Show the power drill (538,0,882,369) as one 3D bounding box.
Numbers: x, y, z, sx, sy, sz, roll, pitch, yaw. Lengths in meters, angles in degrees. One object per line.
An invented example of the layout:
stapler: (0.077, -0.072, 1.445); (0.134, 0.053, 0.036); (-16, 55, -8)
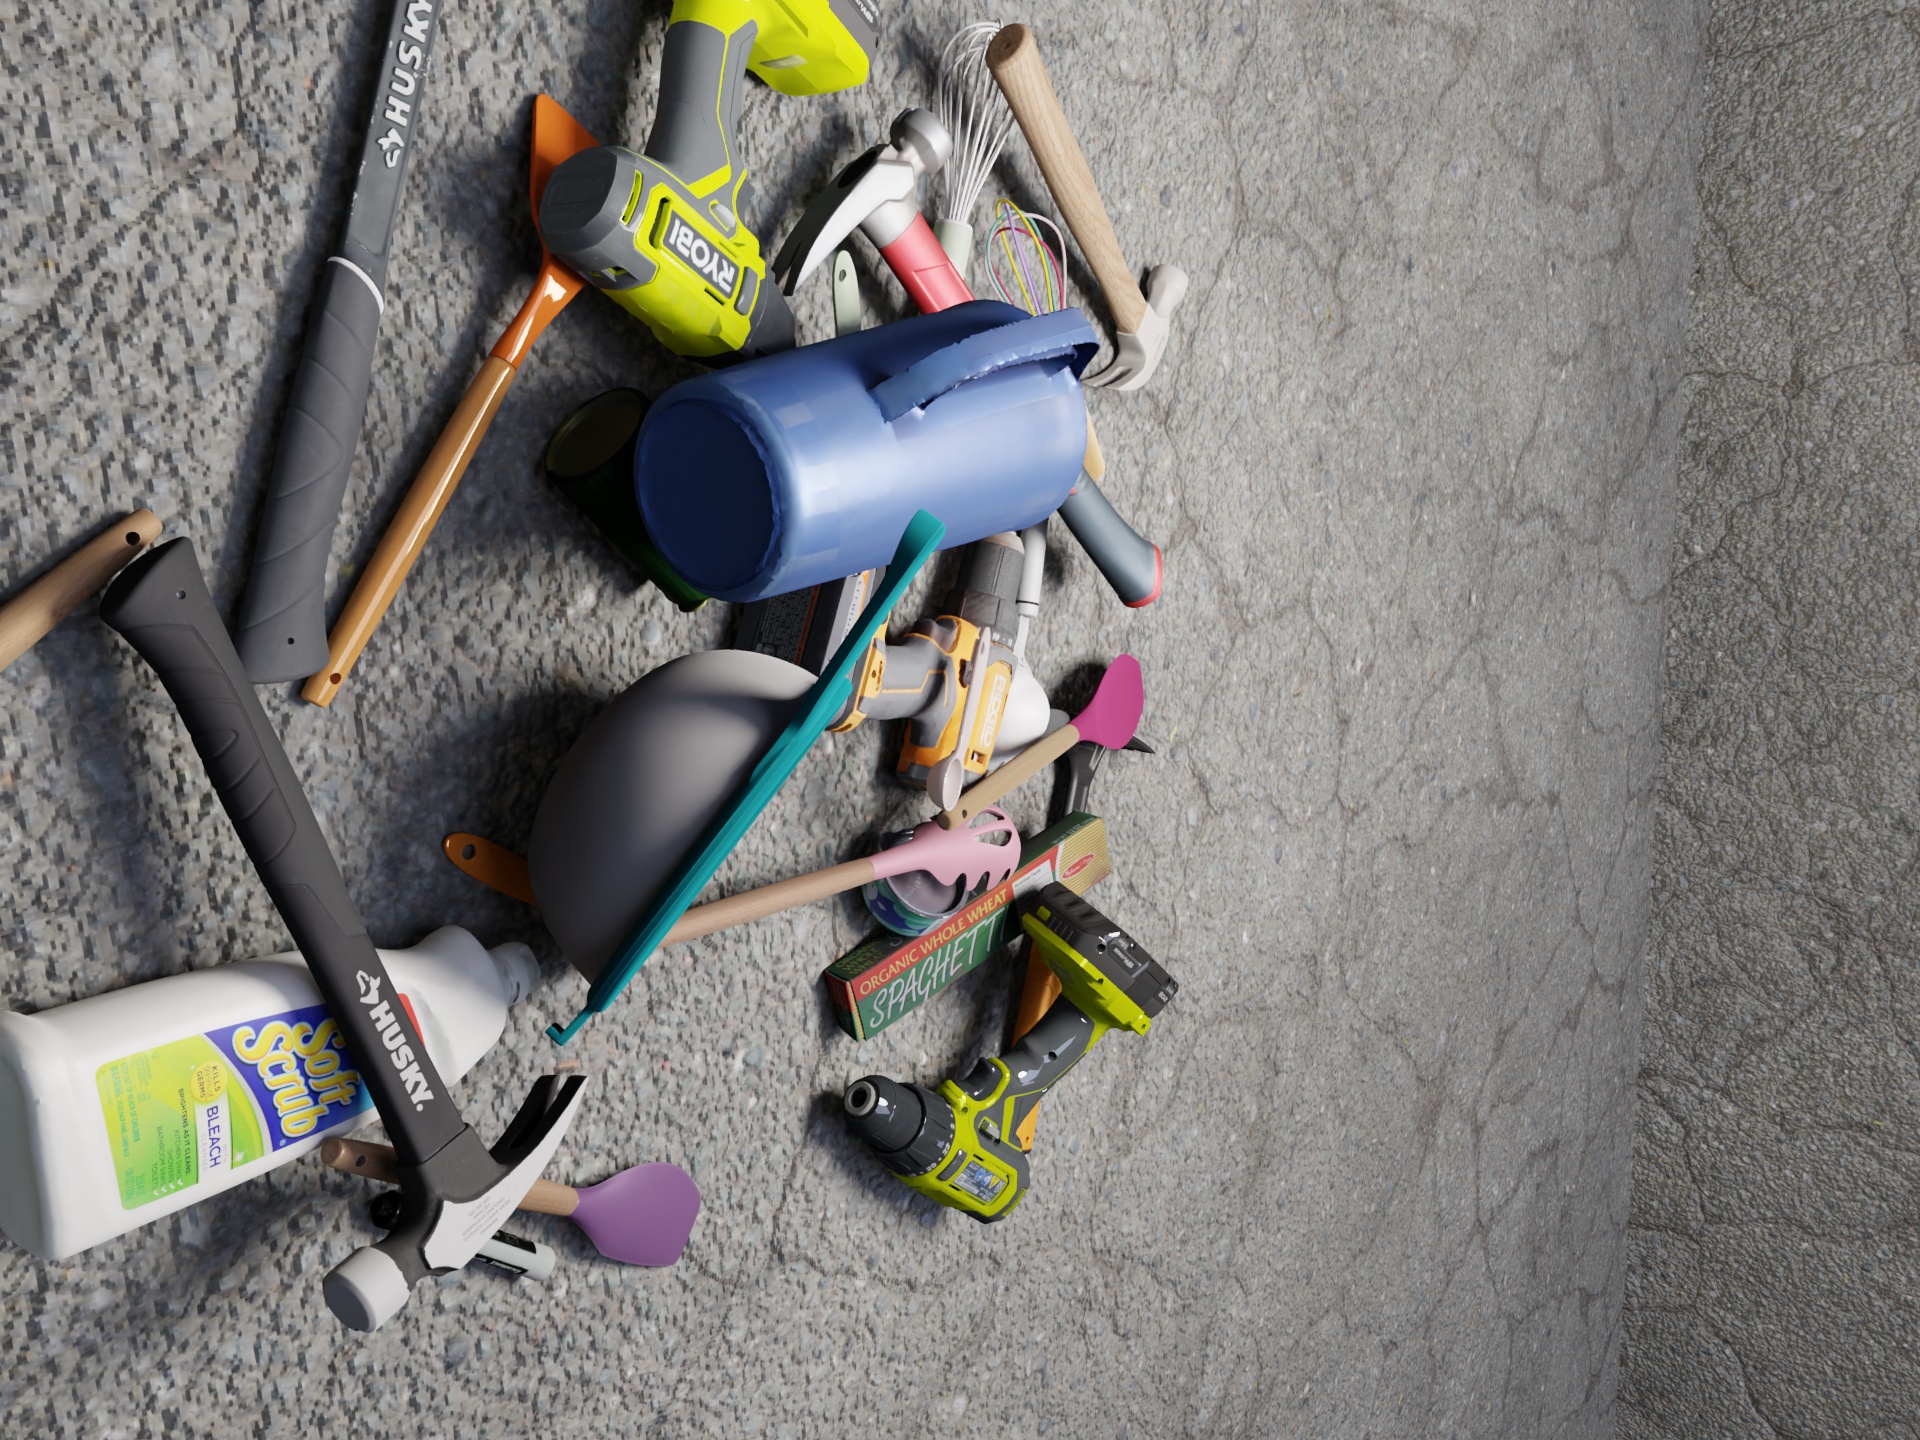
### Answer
power drill: (-0.119, -0.301, 0.831); (0.171, 0.080, 0.223); (31, 68, -54)

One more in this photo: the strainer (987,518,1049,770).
strainer: (0.046, -0.072, 1.135); (0.086, 0.050, 0.258); (11, 85, -58)

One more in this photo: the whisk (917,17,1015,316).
whisk: (-0.002, -0.325, 1.018); (0.057, 0.059, 0.246); (10, 94, -14)

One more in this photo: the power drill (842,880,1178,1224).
power drill: (0.032, 0.229, 1.101); (0.228, 0.080, 0.190); (-50, 136, -6)

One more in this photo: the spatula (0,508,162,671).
spatula: (-0.407, 0.026, 0.573); (0.318, 0.044, 0.082); (-54, 131, -32)

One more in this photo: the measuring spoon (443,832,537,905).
measuring spoon: (-0.227, 0.086, 0.840); (0.116, 0.011, 0.021); (41, 65, -47)

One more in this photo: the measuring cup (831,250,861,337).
measuring cup: (-0.076, -0.195, 0.920); (0.083, 0.038, 0.167); (-44, 146, -39)

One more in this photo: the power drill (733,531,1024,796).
power drill: (-0.035, -0.058, 1.003); (0.226, 0.084, 0.185); (24, 79, -56)

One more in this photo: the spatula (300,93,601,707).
spatula: (-0.239, -0.153, 0.771); (0.080, 0.041, 0.323); (40, 70, -50)

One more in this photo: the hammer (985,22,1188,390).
hammer: (0.086, -0.341, 1.090); (0.331, 0.031, 0.130); (45, 62, -59)

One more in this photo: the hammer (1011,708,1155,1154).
hammer: (0.074, 0.164, 1.220); (0.127, 0.034, 0.337); (15, 85, -51)

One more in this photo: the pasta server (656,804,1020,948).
pasta server: (-0.082, 0.102, 0.976); (0.316, 0.040, 0.060); (-14, 67, -36)

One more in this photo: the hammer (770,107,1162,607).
hammer: (0.026, -0.193, 1.035); (0.143, 0.038, 0.385); (-52, 131, -13)

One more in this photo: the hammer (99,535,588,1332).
hammer: (-0.272, 0.081, 0.687); (0.146, 0.035, 0.334); (-39, 115, -51)

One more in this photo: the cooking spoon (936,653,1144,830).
cooking spoon: (0.066, 0.017, 1.119); (0.319, 0.017, 0.068); (-31, 117, -56)

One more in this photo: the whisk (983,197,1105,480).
whisk: (0.065, -0.255, 1.100); (0.051, 0.047, 0.244); (-59, 146, -26)

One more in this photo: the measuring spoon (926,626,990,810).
measuring spoon: (-0.002, -0.003, 0.994); (0.034, 0.018, 0.124); (59, 42, -63)

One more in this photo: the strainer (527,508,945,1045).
strainer: (-0.123, -0.001, 0.773); (0.095, 0.340, 0.211); (37, 39, -2)

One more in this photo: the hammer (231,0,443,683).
hammer: (-0.269, -0.215, 0.708); (0.149, 0.036, 0.409); (15, 85, -51)

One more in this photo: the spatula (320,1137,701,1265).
spatula: (-0.221, 0.248, 0.838); (0.315, 0.018, 0.060); (45, 62, -59)
